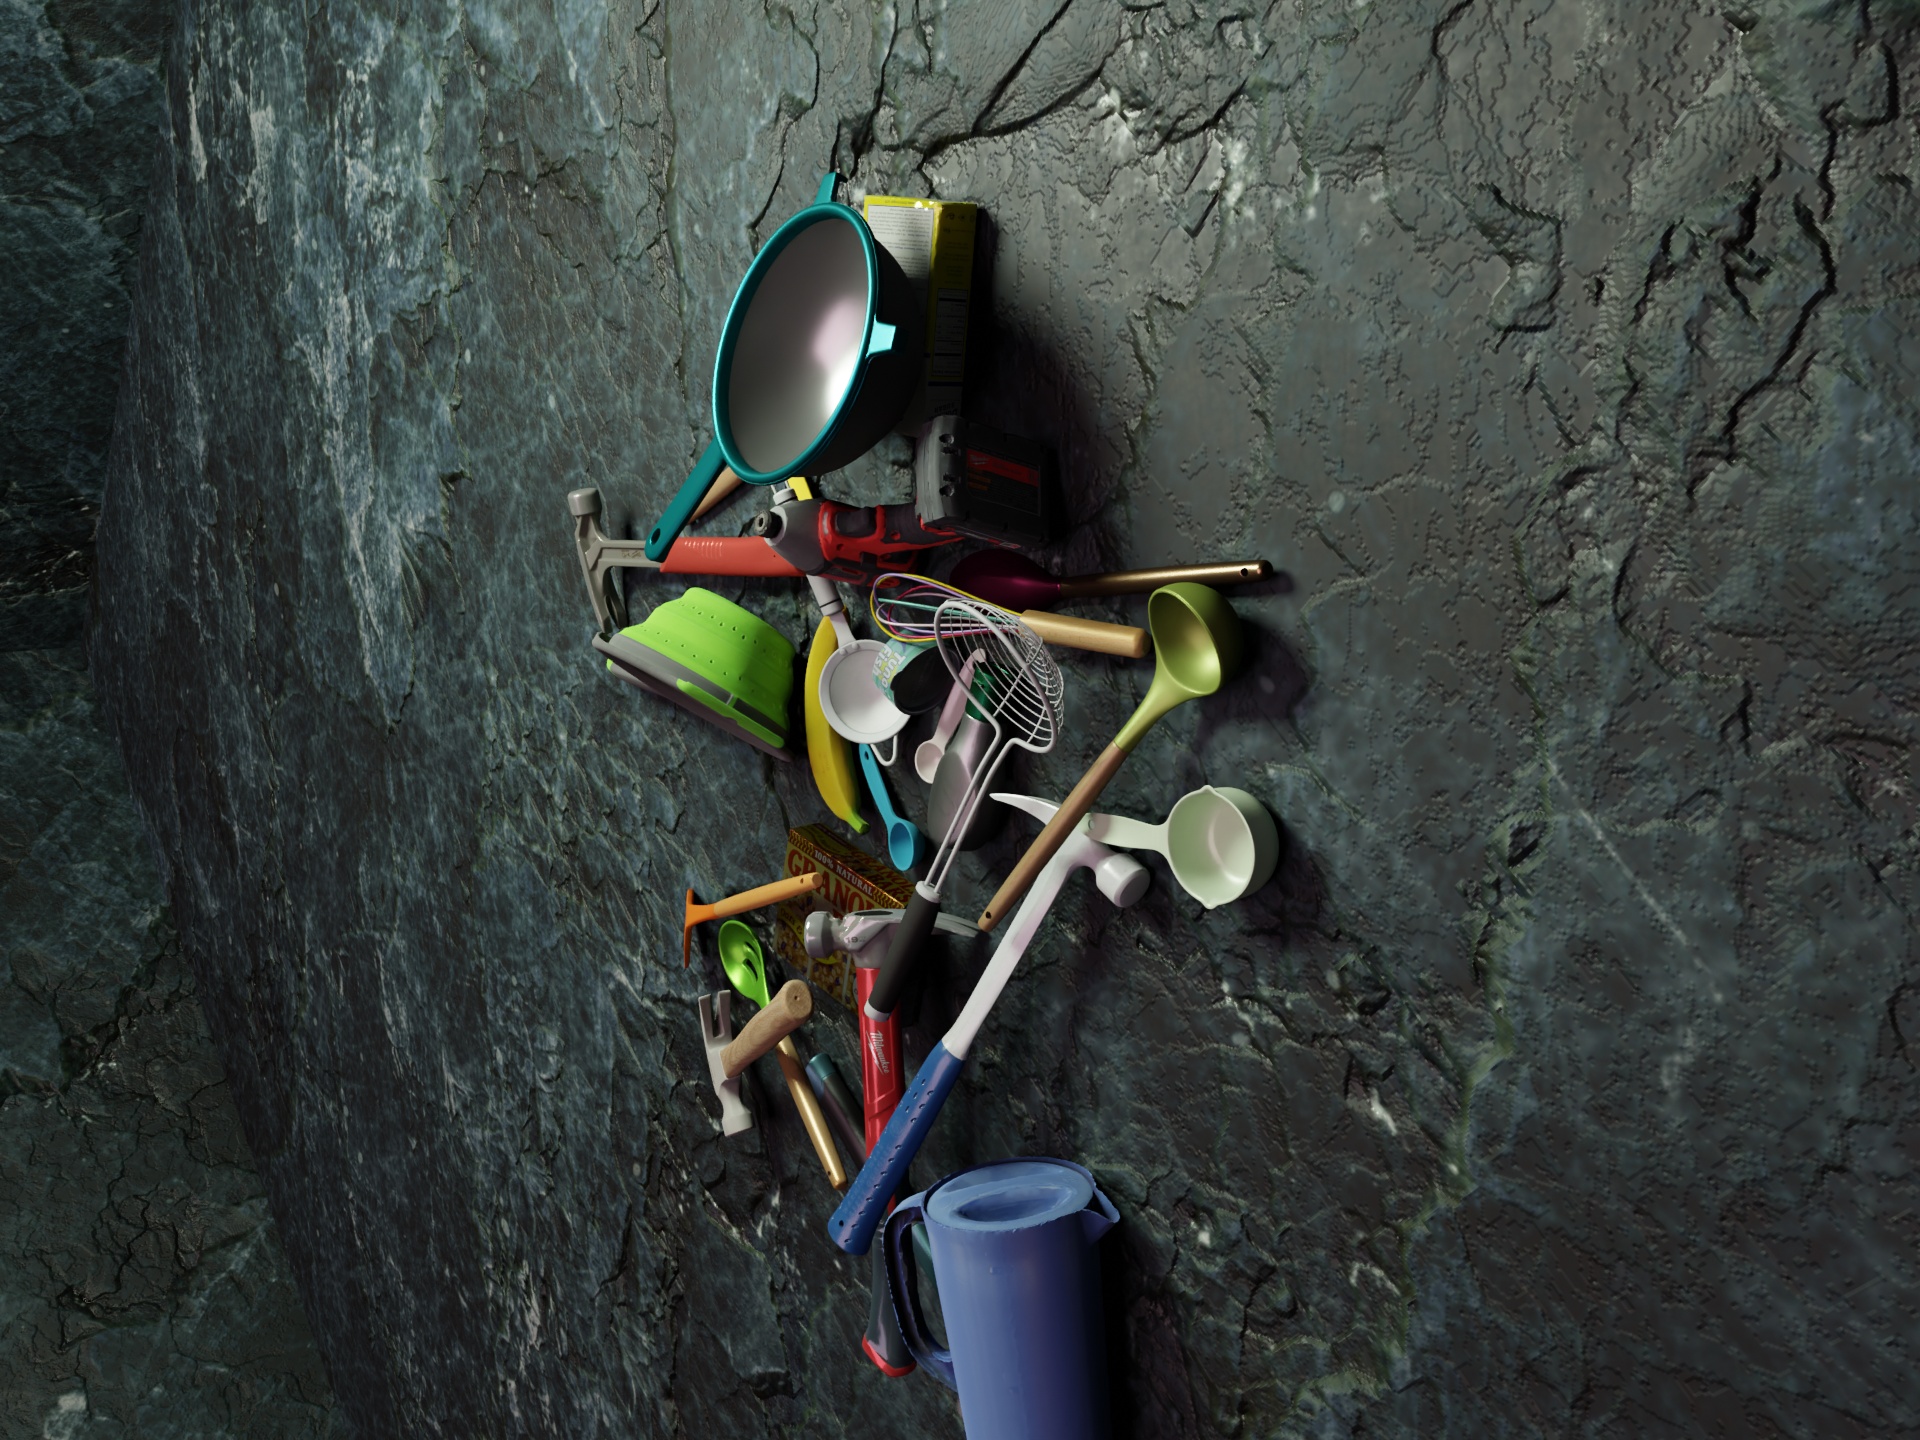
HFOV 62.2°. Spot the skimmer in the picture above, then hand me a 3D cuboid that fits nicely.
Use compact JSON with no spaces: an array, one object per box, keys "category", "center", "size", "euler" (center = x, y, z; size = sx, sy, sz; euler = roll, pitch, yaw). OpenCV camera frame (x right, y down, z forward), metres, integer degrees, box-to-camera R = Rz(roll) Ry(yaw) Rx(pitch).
[{"category":"skimmer","center":[-0.021,0.080,1.168],"size":[0.127,0.090,0.363],"euler":[39,118,33]}]

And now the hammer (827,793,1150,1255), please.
[{"category":"hammer","center":[-0.003,0.240,1.222],"size":[0.144,0.035,0.405],"euler":[42,111,38]}]

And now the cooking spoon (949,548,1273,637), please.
[{"category":"cooking spoon","center":[0.093,-0.097,1.137],"size":[0.319,0.017,0.069],"euler":[0,98,49]}]

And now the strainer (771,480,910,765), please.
[{"category":"strainer","center":[-0.100,-0.087,1.310],"size":[0.087,0.050,0.258],"euler":[-21,95,20]}]

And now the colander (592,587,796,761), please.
[{"category":"colander","center":[-0.250,-0.062,1.478],"size":[0.094,0.204,0.397],"euler":[-60,26,-7]}]

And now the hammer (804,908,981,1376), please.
[{"category":"hammer","center":[-0.045,0.346,1.299],"size":[0.143,0.038,0.386],"euler":[-2,96,12]}]

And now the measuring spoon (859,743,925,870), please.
[{"category":"measuring spoon","center":[-0.056,0.069,1.343],"size":[0.042,0.021,0.129],"euler":[-59,45,44]}]

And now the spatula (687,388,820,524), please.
[{"category":"spatula","center":[-0.186,-0.244,1.414],"size":[0.317,0.044,0.082],"euler":[-28,56,49]}]

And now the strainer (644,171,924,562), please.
[{"category":"strainer","center":[-0.129,-0.230,1.223],"size":[0.340,0.095,0.211],"euler":[-47,48,35]}]

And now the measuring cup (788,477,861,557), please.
[{"category":"measuring cup","center":[-0.119,-0.182,1.369],"size":[0.062,0.029,0.157],"euler":[-60,42,36]}]

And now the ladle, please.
[{"category":"ladle","center":[0.090,0.037,1.100],"size":[0.078,0.062,0.320],"euler":[51,122,29]}]

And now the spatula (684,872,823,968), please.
[{"category":"spatula","center":[-0.203,0.172,1.473],"size":[0.322,0.041,0.081],"euler":[-22,62,53]}]

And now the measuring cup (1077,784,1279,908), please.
[{"category":"measuring cup","center":[0.148,0.078,1.091],"size":[0.168,0.038,0.083],"euler":[7,101,51]}]

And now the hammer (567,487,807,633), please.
[{"category":"hammer","center":[-0.253,-0.147,1.503],"size":[0.359,0.036,0.149],"euler":[8,116,45]}]

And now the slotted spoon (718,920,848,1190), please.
[{"category":"slotted spoon","center":[-0.159,0.297,1.439],"size":[0.314,0.031,0.070],"euler":[57,136,45]}]

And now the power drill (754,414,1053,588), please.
[{"category":"power drill","center":[-0.046,-0.154,1.193],"size":[0.220,0.143,0.078],"euler":[-13,73,47]}]

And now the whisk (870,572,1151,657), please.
[{"category":"whisk","center":[0.031,-0.070,1.173],"size":[0.245,0.051,0.047],"euler":[12,81,34]}]

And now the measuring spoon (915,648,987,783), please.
[{"category":"measuring spoon","center":[-0.002,-0.004,1.269],"size":[0.034,0.018,0.124],"euler":[40,118,32]}]

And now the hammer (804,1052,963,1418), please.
[{"category":"hammer","center":[-0.047,0.430,1.376],"size":[0.331,0.033,0.128],"euler":[52,132,30]}]

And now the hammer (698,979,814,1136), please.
[{"category":"hammer","center":[-0.182,0.281,1.412],"size":[0.331,0.031,0.130],"euler":[-49,55,61]}]
